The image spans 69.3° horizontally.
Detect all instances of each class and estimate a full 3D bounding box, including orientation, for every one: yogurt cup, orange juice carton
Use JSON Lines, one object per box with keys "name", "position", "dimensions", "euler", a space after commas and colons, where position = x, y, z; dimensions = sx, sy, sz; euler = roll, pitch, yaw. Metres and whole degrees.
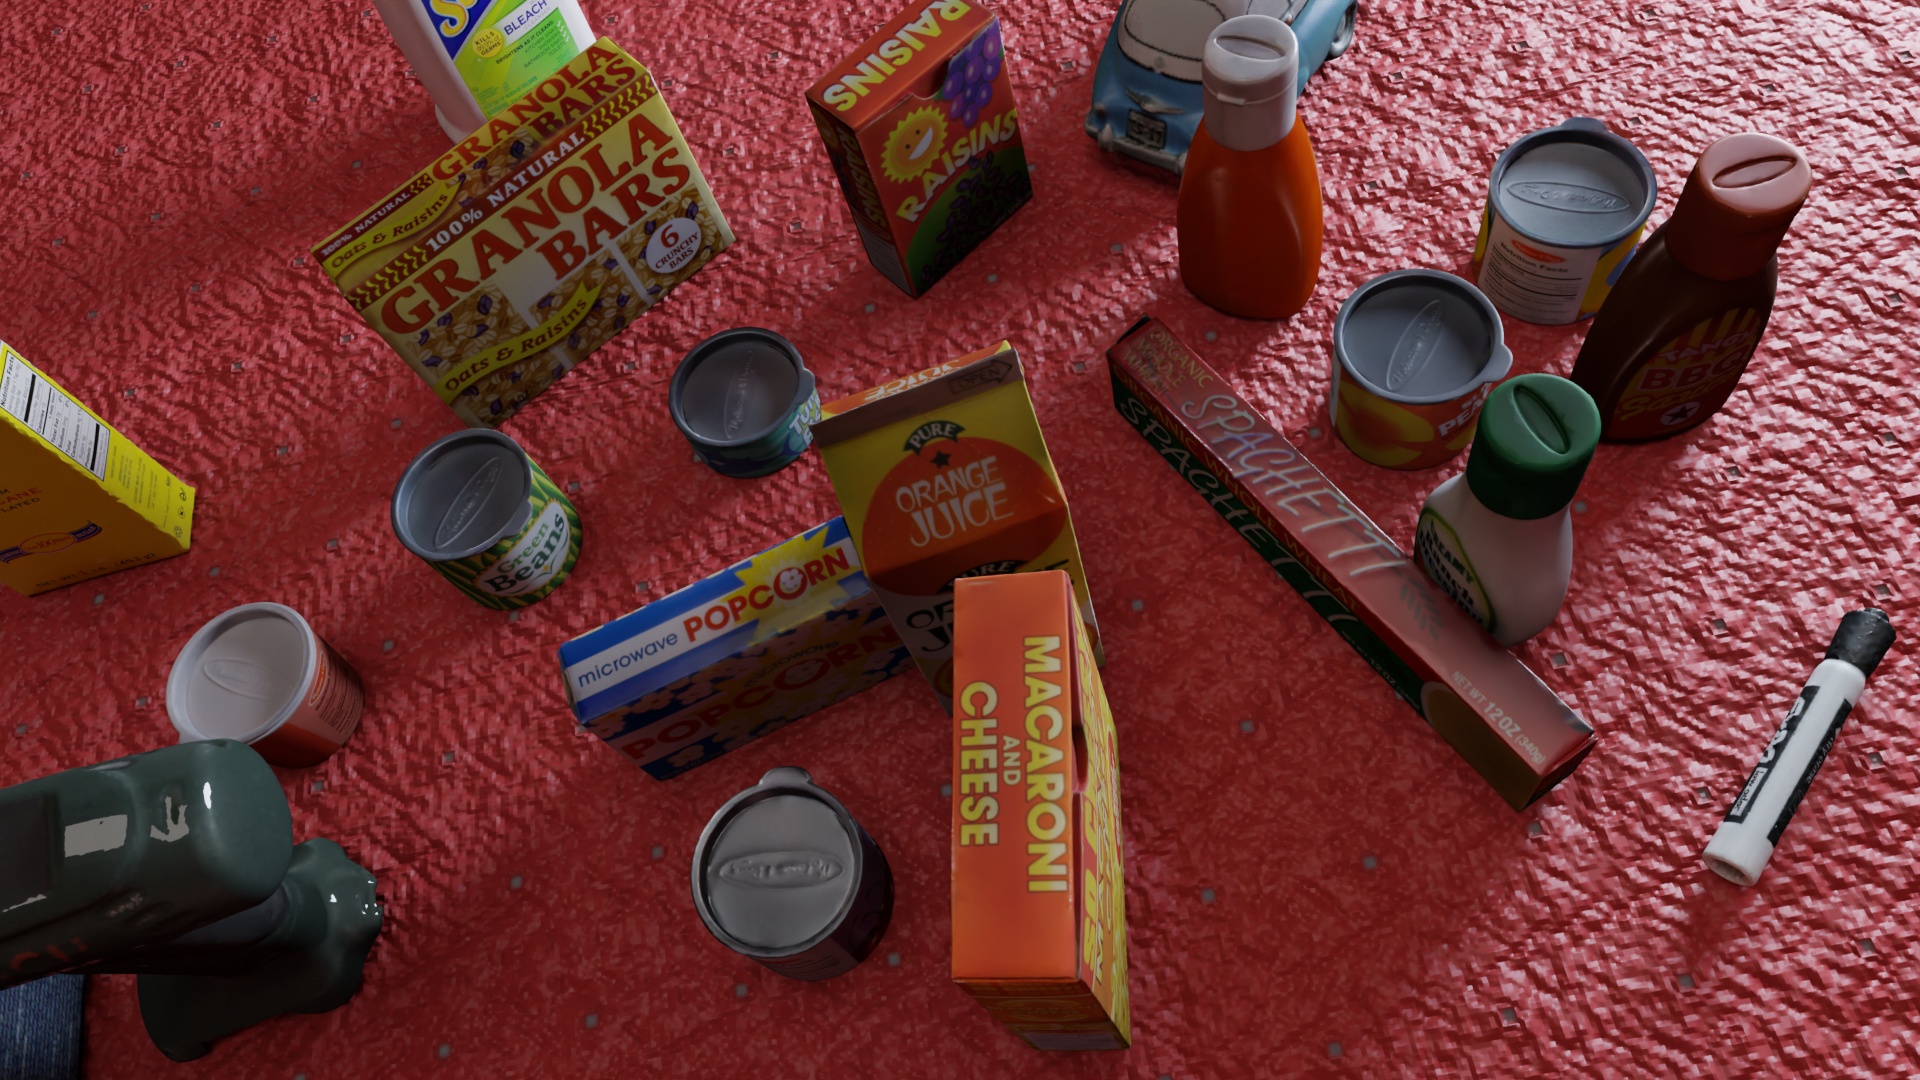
{"name": "yogurt cup", "position": [-0.305, 0.068, 0.619], "dimensions": [0.072, 0.053, 0.072], "euler": [-5, 63, 9]}
{"name": "orange juice carton", "position": [0.002, -0.006, 0.517], "dimensions": [0.072, 0.192, 0.073], "euler": [-19, 62, 2]}

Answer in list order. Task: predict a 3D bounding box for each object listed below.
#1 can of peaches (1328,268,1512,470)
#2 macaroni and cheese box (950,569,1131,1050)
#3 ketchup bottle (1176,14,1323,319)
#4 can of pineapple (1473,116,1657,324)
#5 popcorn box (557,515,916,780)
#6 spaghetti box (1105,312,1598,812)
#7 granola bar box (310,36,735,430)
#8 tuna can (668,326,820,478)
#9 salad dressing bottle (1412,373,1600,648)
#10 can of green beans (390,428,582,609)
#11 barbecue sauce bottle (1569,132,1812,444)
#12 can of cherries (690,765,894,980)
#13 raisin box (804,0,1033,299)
{"name": "can of peaches", "position": [0.192, -0.070, 0.587], "dimensions": [0.071, 0.058, 0.071], "euler": [-5, 63, 9]}
{"name": "macaroni and cheese box", "position": [0.031, 0.099, 0.472], "dimensions": [0.040, 0.166, 0.124], "euler": [-4, 63, 9]}
{"name": "ketchup bottle", "position": [0.123, -0.154, 0.591], "dimensions": [0.065, 0.148, 0.044], "euler": [21, 70, 20]}
{"name": "can of pineapple", "position": [0.263, -0.138, 0.607], "dimensions": [0.071, 0.057, 0.071], "euler": [-5, 63, 9]}
{"name": "popcorn box", "position": [-0.087, 0.047, 0.568], "dimensions": [0.127, 0.085, 0.038], "euler": [-25, 62, -2]}
{"name": "spaghetti box", "position": [0.147, 0.002, 0.564], "dimensions": [0.029, 0.050, 0.251], "euler": [-37, 63, -8]}
{"name": "granola bar box", "position": [-0.201, -0.141, 0.663], "dimensions": [0.166, 0.123, 0.039], "euler": [-41, 63, -10]}
{"name": "tuna can", "position": [-0.099, -0.065, 0.656], "dimensions": [0.071, 0.032, 0.071], "euler": [-5, 63, 9]}
{"name": "salad dressing bottle", "position": [0.197, -0.007, 0.504], "dimensions": [0.044, 0.147, 0.064], "euler": [-23, 62, 0]}
{"name": "can of green beans", "position": [-0.215, -0.009, 0.637], "dimensions": [0.071, 0.057, 0.071], "euler": [-5, 63, 9]}
{"name": "barbecue sauce bottle", "position": [0.278, -0.092, 0.529], "dimensions": [0.065, 0.148, 0.044], "euler": [-16, 62, 4]}
{"name": "can of cherries", "position": [-0.062, 0.130, 0.537], "dimensions": [0.071, 0.058, 0.072], "euler": [-5, 63, 9]}
{"name": "raisin box", "position": [-0.015, -0.183, 0.648], "dimensions": [0.086, 0.123, 0.040], "euler": [-43, 64, -11]}
